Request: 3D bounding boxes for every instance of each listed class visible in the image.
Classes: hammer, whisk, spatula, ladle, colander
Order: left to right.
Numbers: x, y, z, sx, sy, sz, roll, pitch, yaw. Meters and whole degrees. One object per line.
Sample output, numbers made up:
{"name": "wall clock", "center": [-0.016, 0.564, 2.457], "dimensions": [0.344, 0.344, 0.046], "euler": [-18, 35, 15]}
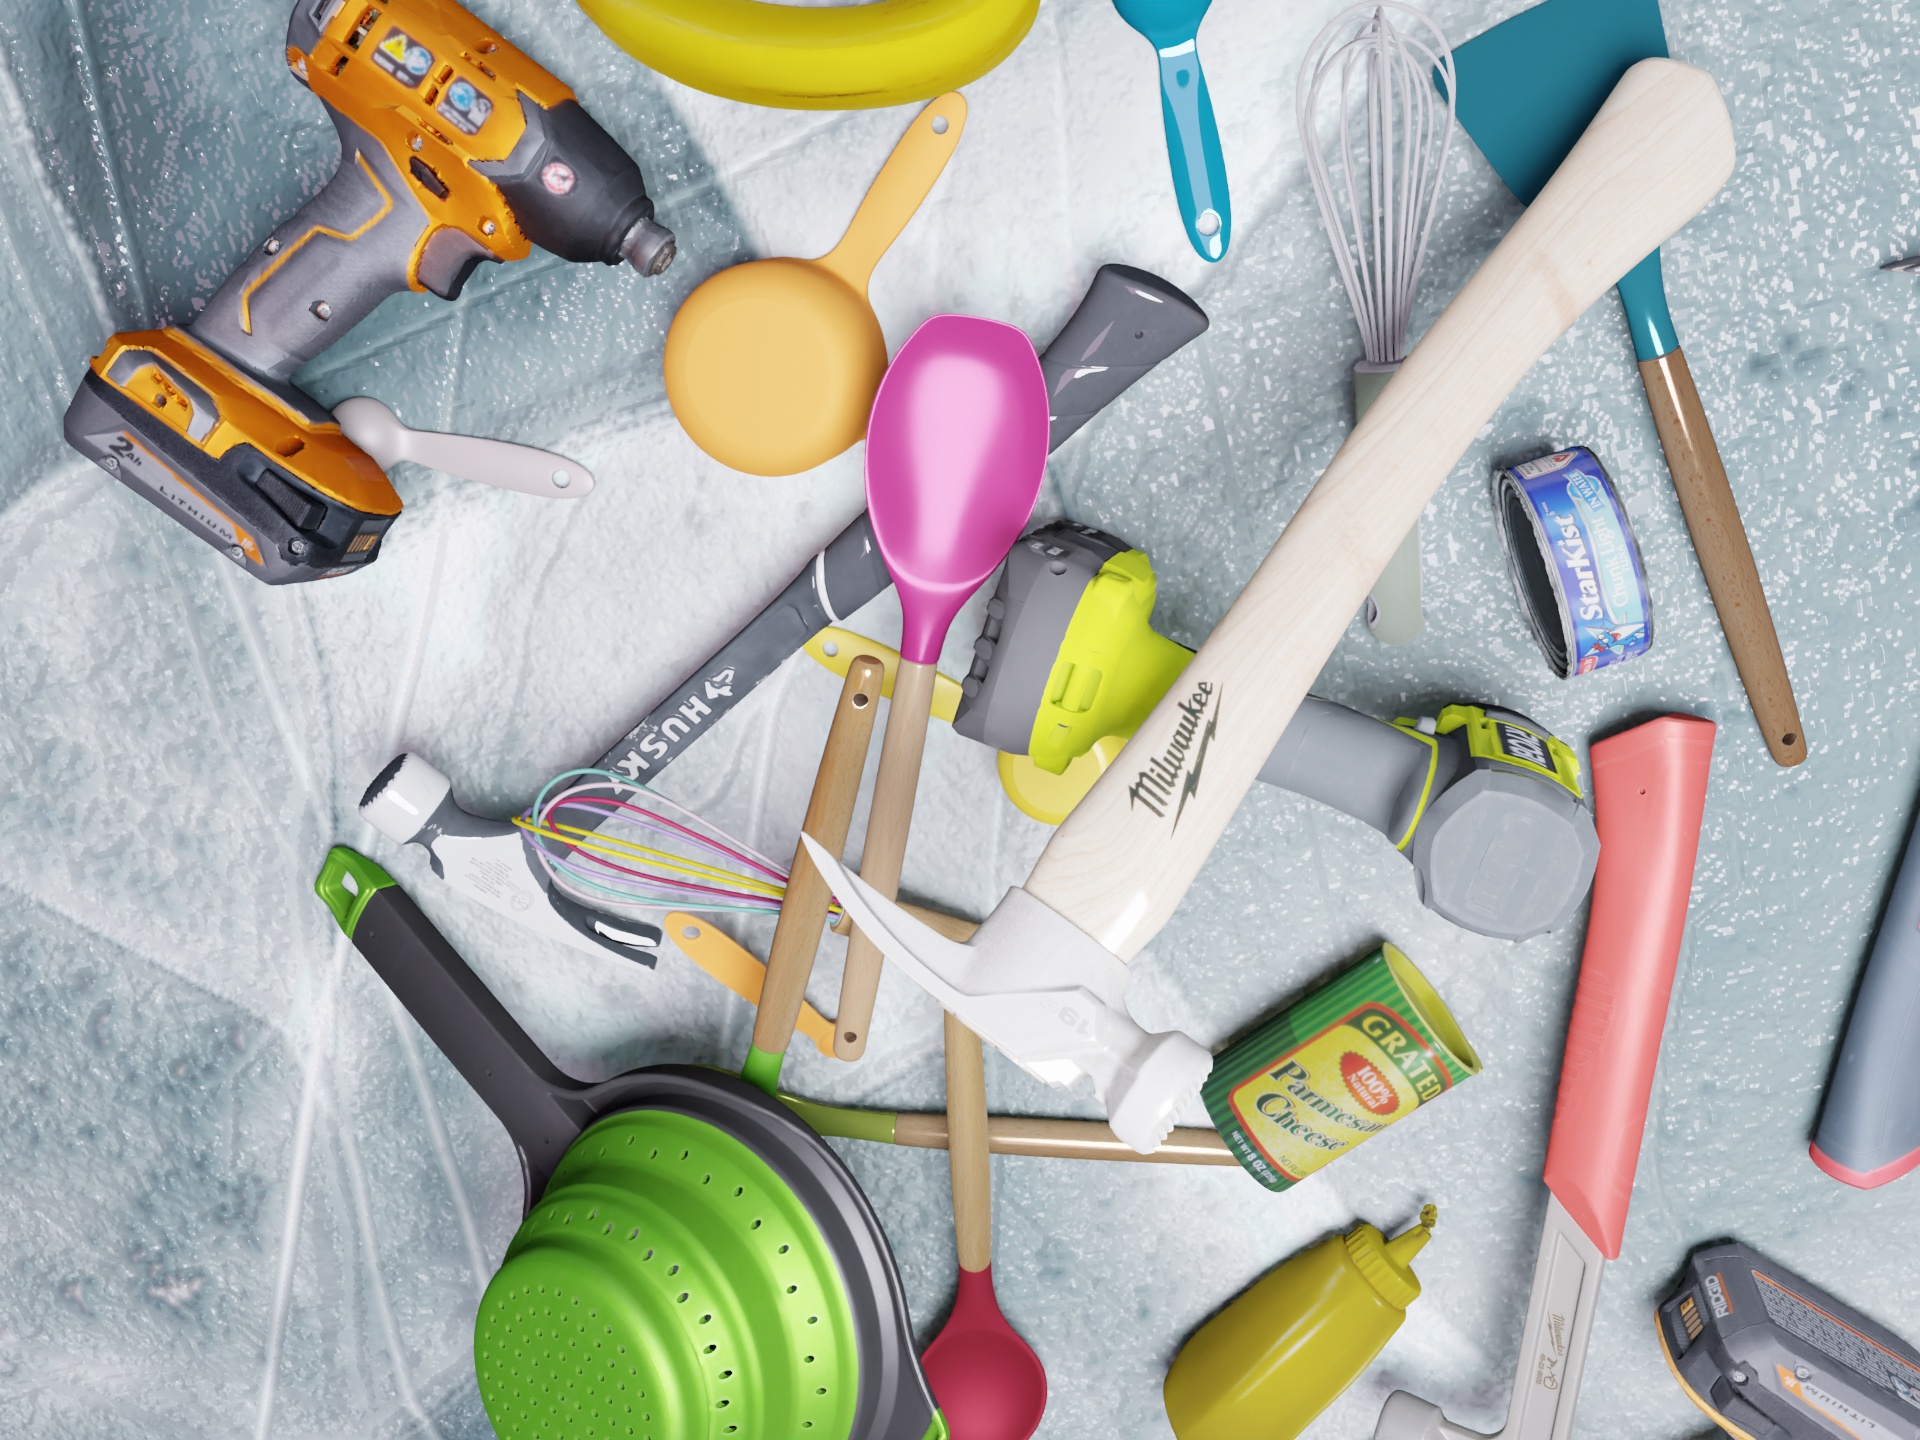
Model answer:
{"name": "colander", "center": [-0.185, 0.200, 0.673], "dimensions": [0.397, 0.094, 0.204], "euler": [42, 116, 19]}
{"name": "whisk", "center": [-0.074, 0.074, 0.692], "dimensions": [0.244, 0.051, 0.047], "euler": [19, 148, -19]}
{"name": "hammer", "center": [-0.065, -0.039, 0.663], "dimensions": [0.409, 0.036, 0.149], "euler": [-39, 115, 18]}
{"name": "ladle", "center": [-0.005, 0.202, 0.743], "dimensions": [0.320, 0.062, 0.078], "euler": [2, 121, 4]}
{"name": "ladle", "center": [0.004, 0.231, 0.730], "dimensions": [0.069, 0.031, 0.315], "euler": [-4, 121, -3]}
{"name": "hammer", "center": [0.121, -0.068, 0.530], "dimensions": [0.146, 0.038, 0.411], "euler": [34, 79, 18]}
{"name": "whisk", "center": [0.165, -0.146, 0.617], "dimensions": [0.059, 0.058, 0.246], "euler": [-8, 111, 2]}
{"name": "hammer", "center": [0.276, 0.176, 0.665], "dimensions": [0.149, 0.036, 0.359], "euler": [13, 99, 31]}
{"name": "spatula", "center": [0.278, -0.122, 0.621], "dimensions": [0.082, 0.044, 0.317], "euler": [-22, 107, 12]}
{"name": "hammer", "center": [0.394, 0.011, 0.636], "dimensions": [0.143, 0.038, 0.386], "euler": [10, 108, 6]}

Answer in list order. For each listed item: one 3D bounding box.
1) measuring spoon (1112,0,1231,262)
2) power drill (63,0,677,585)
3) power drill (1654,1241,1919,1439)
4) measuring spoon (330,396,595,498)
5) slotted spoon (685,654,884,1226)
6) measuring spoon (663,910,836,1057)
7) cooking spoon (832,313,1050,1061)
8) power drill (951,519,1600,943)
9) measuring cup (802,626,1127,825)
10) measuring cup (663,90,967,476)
{"name": "measuring spoon", "center": [0.086, -0.240, 0.609], "dimensions": [0.042, 0.021, 0.128], "euler": [-11, 104, 11]}
{"name": "power drill", "center": [-0.230, -0.166, 0.637], "dimensions": [0.164, 0.084, 0.226], "euler": [36, 97, -4]}
{"name": "power drill", "center": [0.311, 0.347, 0.733], "dimensions": [0.185, 0.084, 0.226], "euler": [31, 113, 0]}
{"name": "measuring spoon", "center": [-0.220, -0.114, 0.693], "dimensions": [0.124, 0.018, 0.034], "euler": [12, 108, 5]}
{"name": "slotted spoon", "center": [-0.077, 0.115, 0.668], "dimensions": [0.070, 0.031, 0.313], "euler": [13, 114, -9]}
{"name": "measuring spoon", "center": [-0.092, 0.121, 0.736], "dimensions": [0.021, 0.011, 0.116], "euler": [-40, 115, 18]}
{"name": "cooking spoon", "center": [-0.021, -0.001, 0.637], "dimensions": [0.068, 0.017, 0.318], "euler": [9, 110, -5]}
{"name": "power drill", "center": [0.123, -0.001, 0.612], "dimensions": [0.223, 0.171, 0.080], "euler": [22, 107, 10]}
{"name": "measuring cup", "center": [-0.001, -0.002, 0.692], "dimensions": [0.156, 0.029, 0.062], "euler": [24, 109, 1]}
{"name": "measuring cup", "center": [-0.053, -0.174, 0.633], "dimensions": [0.095, 0.052, 0.173], "euler": [36, 110, -4]}
